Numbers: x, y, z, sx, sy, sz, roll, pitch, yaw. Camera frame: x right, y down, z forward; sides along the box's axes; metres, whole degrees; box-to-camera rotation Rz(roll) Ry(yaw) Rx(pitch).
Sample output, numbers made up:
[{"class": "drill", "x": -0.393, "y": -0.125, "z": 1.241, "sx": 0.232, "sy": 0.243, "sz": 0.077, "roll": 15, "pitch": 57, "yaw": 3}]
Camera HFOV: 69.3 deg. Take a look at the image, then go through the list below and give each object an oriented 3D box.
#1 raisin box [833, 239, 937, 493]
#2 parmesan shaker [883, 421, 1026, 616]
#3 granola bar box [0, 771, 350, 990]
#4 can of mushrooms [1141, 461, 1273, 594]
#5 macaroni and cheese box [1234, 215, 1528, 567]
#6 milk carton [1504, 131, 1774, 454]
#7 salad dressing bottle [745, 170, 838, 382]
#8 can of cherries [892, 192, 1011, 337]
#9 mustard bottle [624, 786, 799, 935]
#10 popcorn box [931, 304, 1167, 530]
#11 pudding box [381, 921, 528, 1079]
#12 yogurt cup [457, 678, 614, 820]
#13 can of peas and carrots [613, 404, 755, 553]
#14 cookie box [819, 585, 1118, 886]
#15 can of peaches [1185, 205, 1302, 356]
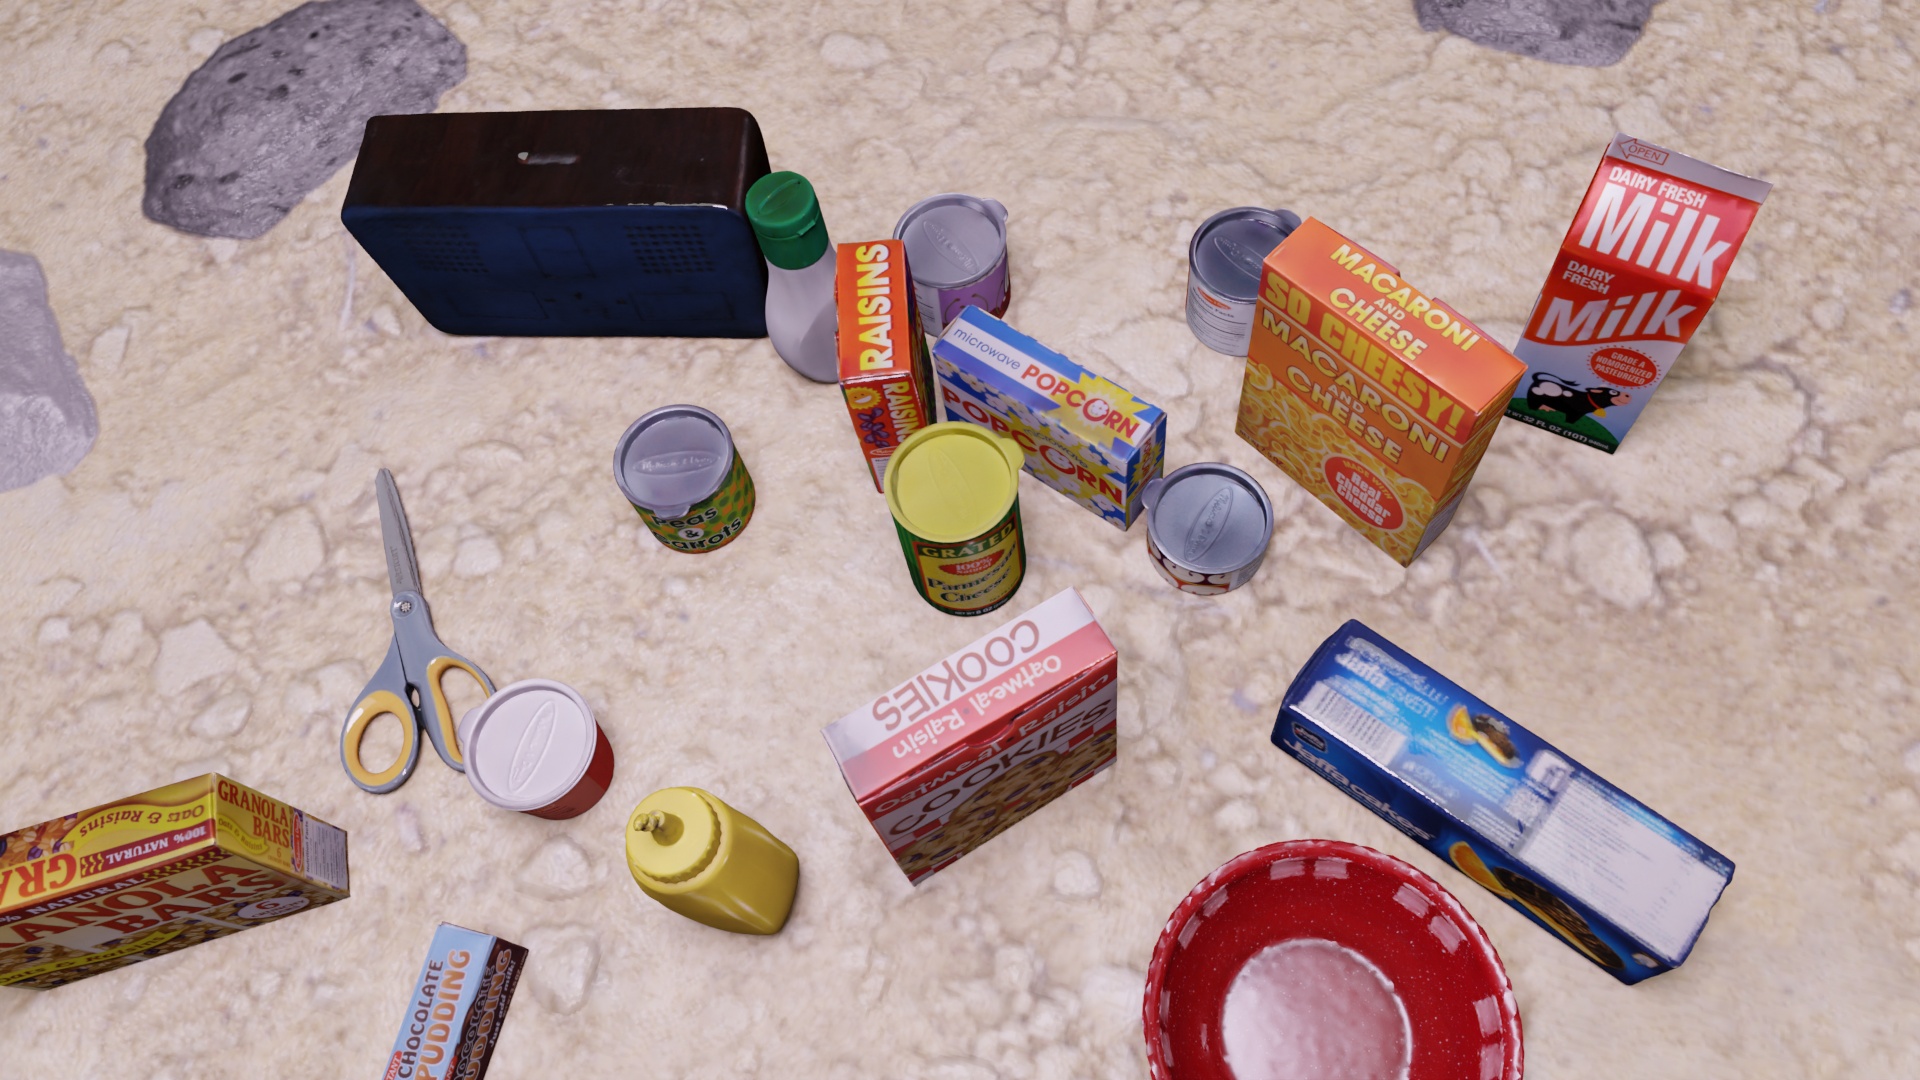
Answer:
[{"class": "raisin box", "x": -0.039, "y": -0.092, "z": 0.754, "sx": 0.040, "sy": 0.123, "sz": 0.086, "roll": -5, "pitch": 65, "yaw": 4}, {"class": "parmesan shaker", "x": 0.003, "y": -0.009, "z": 0.722, "sx": 0.071, "sy": 0.102, "sz": 0.071, "roll": -2, "pitch": 65, "yaw": 5}, {"class": "granola bar box", "x": -0.403, "y": 0.168, "z": 0.667, "sx": 0.166, "sy": 0.123, "sz": 0.039, "roll": -17, "pitch": 65, "yaw": -2}, {"class": "can of mushrooms", "x": 0.131, "y": -0.007, "z": 0.746, "sx": 0.071, "sy": 0.033, "sz": 0.071, "roll": -2, "pitch": 65, "yaw": 5}, {"class": "macaroni and cheese box", "x": 0.201, "y": -0.070, "z": 0.695, "sx": 0.040, "sy": 0.165, "sz": 0.124, "roll": -42, "pitch": 68, "yaw": -13}, {"class": "milk carton", "x": 0.333, "y": -0.128, "z": 0.697, "sx": 0.072, "sy": 0.189, "sz": 0.074, "roll": 24, "pitch": 70, "yaw": 16}, {"class": "salad dressing bottle", "x": -0.084, "y": -0.144, "z": 0.770, "sx": 0.064, "sy": 0.147, "sz": 0.044, "roll": -43, "pitch": 68, "yaw": -14}, {"class": "can of cherries", "x": -0.001, "y": -0.162, "z": 0.819, "sx": 0.071, "sy": 0.058, "sz": 0.072, "roll": -2, "pitch": 65, "yaw": 5}, {"class": "mustard bottle", "x": -0.117, "y": 0.143, "z": 0.630, "sx": 0.065, "sy": 0.159, "sz": 0.049, "roll": 10, "pitch": 67, "yaw": 11}, {"class": "popcorn box", "x": 0.048, "y": -0.066, "z": 0.754, "sx": 0.127, "sy": 0.085, "sz": 0.038, "roll": 32, "pitch": 72, "yaw": 19}, {"class": "pudding box", "x": -0.242, "y": 0.229, "z": 0.663, "sx": 0.030, "sy": 0.049, "sz": 0.084, "roll": 10, "pitch": 66, "yaw": 10}, {"class": "yogurt cup", "x": -0.213, "y": 0.111, "z": 0.714, "sx": 0.072, "sy": 0.053, "sz": 0.072, "roll": -2, "pitch": 65, "yaw": 5}, {"class": "can of peas and carrots", "x": -0.152, "y": -0.031, "z": 0.772, "sx": 0.071, "sy": 0.058, "sz": 0.071, "roll": -2, "pitch": 65, "yaw": 5}, {"class": "cookie box", "x": 0.012, "y": 0.096, "z": 0.635, "sx": 0.123, "sy": 0.166, "sz": 0.040, "roll": -30, "pitch": 66, "yaw": -8}, {"class": "can of peaches", "x": 0.165, "y": -0.149, "z": 0.797, "sx": 0.071, "sy": 0.058, "sz": 0.071, "roll": -2, "pitch": 65, "yaw": 5}]
